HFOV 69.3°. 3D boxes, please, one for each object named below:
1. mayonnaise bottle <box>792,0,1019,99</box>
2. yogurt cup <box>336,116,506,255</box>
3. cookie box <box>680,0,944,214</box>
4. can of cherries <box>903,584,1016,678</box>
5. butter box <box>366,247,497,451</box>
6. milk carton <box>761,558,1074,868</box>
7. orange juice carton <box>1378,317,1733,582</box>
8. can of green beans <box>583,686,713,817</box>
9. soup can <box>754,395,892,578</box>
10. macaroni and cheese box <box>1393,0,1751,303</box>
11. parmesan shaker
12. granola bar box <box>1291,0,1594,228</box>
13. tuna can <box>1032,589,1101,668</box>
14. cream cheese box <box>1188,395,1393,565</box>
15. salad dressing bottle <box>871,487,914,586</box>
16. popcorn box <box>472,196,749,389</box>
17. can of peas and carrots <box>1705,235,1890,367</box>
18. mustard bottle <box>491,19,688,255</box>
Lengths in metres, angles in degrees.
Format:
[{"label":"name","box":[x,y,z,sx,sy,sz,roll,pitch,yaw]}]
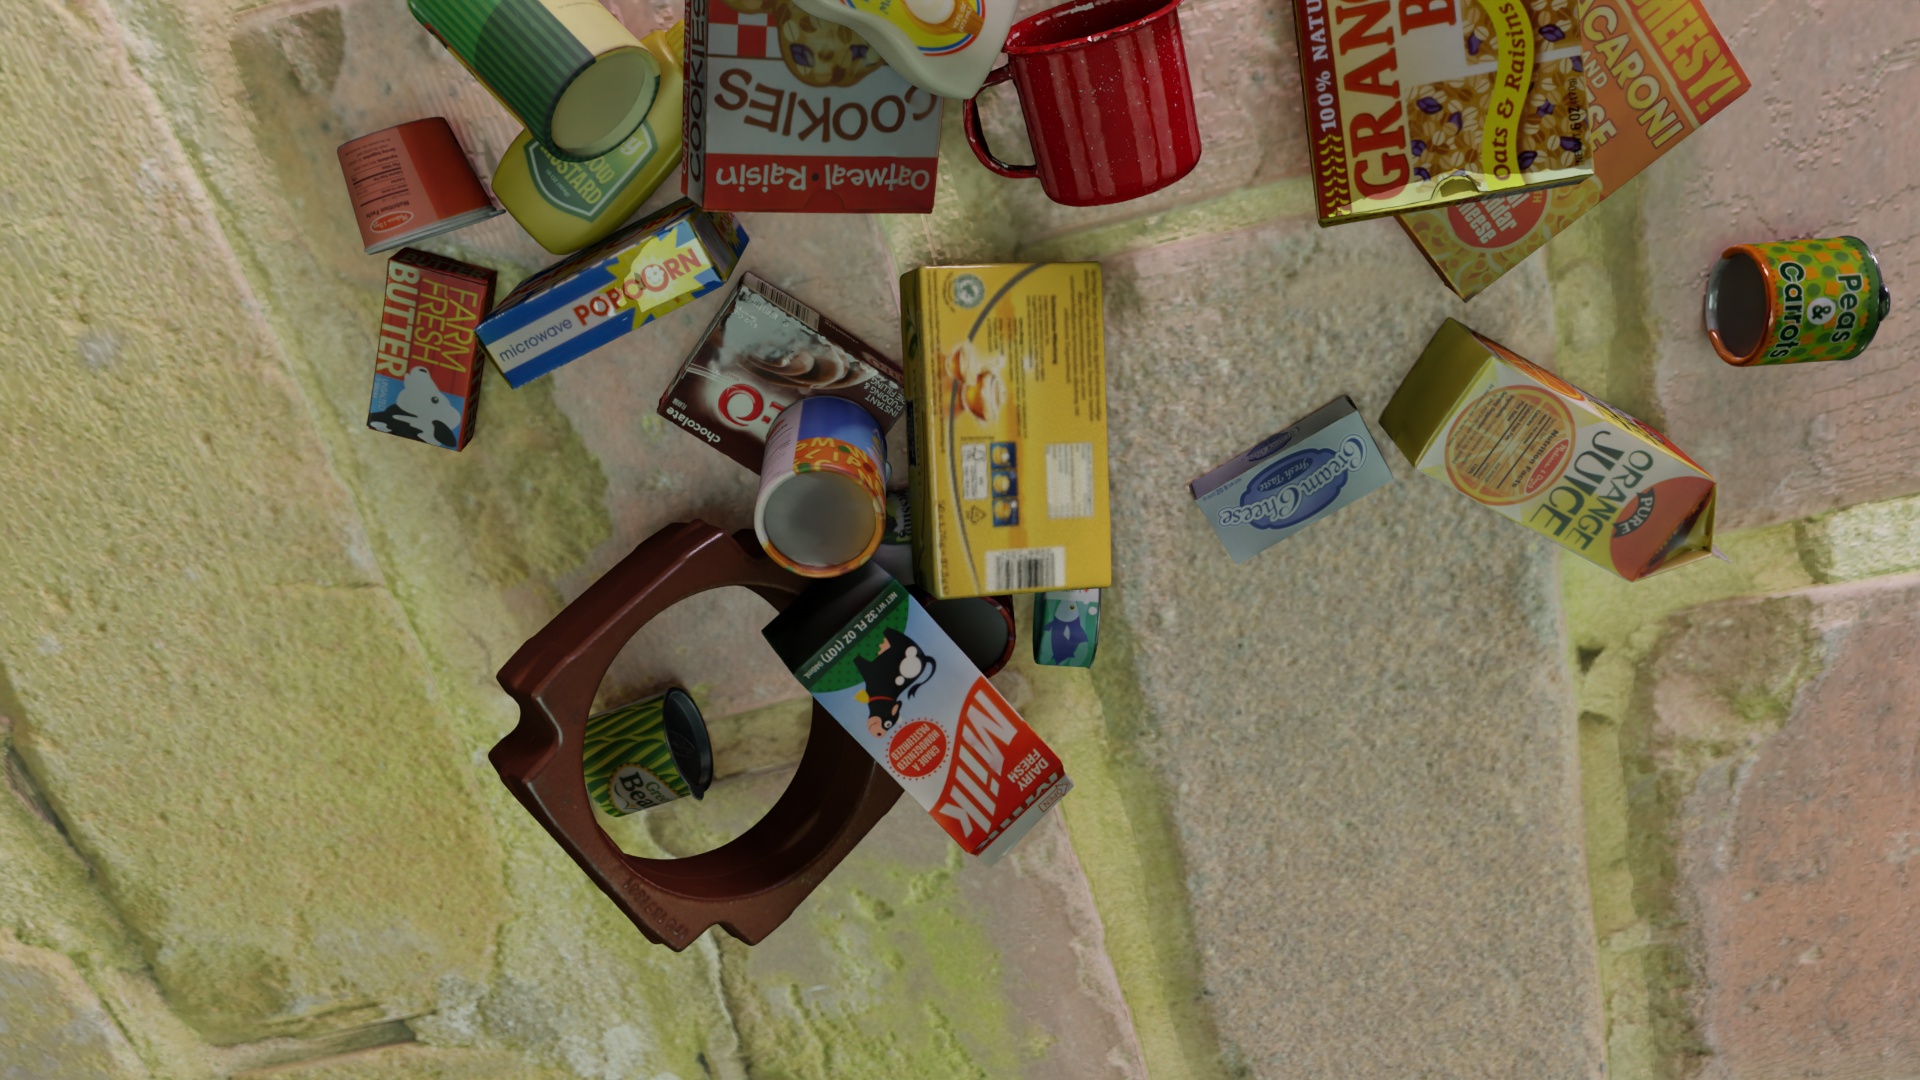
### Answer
[{"label":"mayonnaise bottle","box":[-0.045,-0.254,0.614,0.148,0.041,0.064,19,100,-35]},{"label":"yogurt cup","box":[-0.276,-0.179,0.700,0.072,0.072,0.053,-16,107,7]},{"label":"cookie box","box":[-0.067,-0.242,0.661,0.123,0.040,0.166,-6,118,-26]},{"label":"can of cherries","box":[0.001,0.041,0.812,0.071,0.058,0.071,0,116,0]},{"label":"butter box","box":[-0.288,-0.103,0.757,0.053,0.024,0.103,15,114,-7]},{"label":"milk carton","box":[-0.014,0.098,0.753,0.072,0.073,0.190,-43,115,-7]},{"label":"orange juice carton","box":[0.339,-0.042,0.771,0.193,0.072,0.072,25,113,-12]},{"label":"can of green beans","box":[-0.191,0.129,0.845,0.058,0.071,0.071,-19,114,8]},{"label":"soup can","box":[-0.069,-0.028,0.722,0.071,0.084,0.071,-1,120,-3]},{"label":"macaroni and cheese box","box":[0.287,-0.222,0.702,0.166,0.040,0.123,-38,110,16]},{"label":"parmesan shaker","box":[-0.198,-0.231,0.638,0.103,0.071,0.071,46,110,13]},{"label":"granola bar box","box":[0.222,-0.241,0.653,0.124,0.039,0.165,-7,97,15]},{"label":"tuna can","box":[0.061,0.043,0.810,0.033,0.071,0.070,4,115,-2]},{"label":"cream cheese box","box":[0.190,-0.034,0.799,0.103,0.024,0.053,-31,114,13]},{"label":"salad dressing bottle","box":[0.003,-0.010,0.789,0.148,0.064,0.043,-13,126,-4]},{"label":"popcorn box","box":[-0.177,-0.131,0.711,0.126,0.085,0.038,-24,113,10]},{"label":"can of peas and carrots","box":[0.439,-0.125,0.734,0.059,0.071,0.070,-4,116,2]},{"label":"mustard bottle","box":[-0.161,-0.212,0.693,0.160,0.049,0.065,-39,105,14]}]
